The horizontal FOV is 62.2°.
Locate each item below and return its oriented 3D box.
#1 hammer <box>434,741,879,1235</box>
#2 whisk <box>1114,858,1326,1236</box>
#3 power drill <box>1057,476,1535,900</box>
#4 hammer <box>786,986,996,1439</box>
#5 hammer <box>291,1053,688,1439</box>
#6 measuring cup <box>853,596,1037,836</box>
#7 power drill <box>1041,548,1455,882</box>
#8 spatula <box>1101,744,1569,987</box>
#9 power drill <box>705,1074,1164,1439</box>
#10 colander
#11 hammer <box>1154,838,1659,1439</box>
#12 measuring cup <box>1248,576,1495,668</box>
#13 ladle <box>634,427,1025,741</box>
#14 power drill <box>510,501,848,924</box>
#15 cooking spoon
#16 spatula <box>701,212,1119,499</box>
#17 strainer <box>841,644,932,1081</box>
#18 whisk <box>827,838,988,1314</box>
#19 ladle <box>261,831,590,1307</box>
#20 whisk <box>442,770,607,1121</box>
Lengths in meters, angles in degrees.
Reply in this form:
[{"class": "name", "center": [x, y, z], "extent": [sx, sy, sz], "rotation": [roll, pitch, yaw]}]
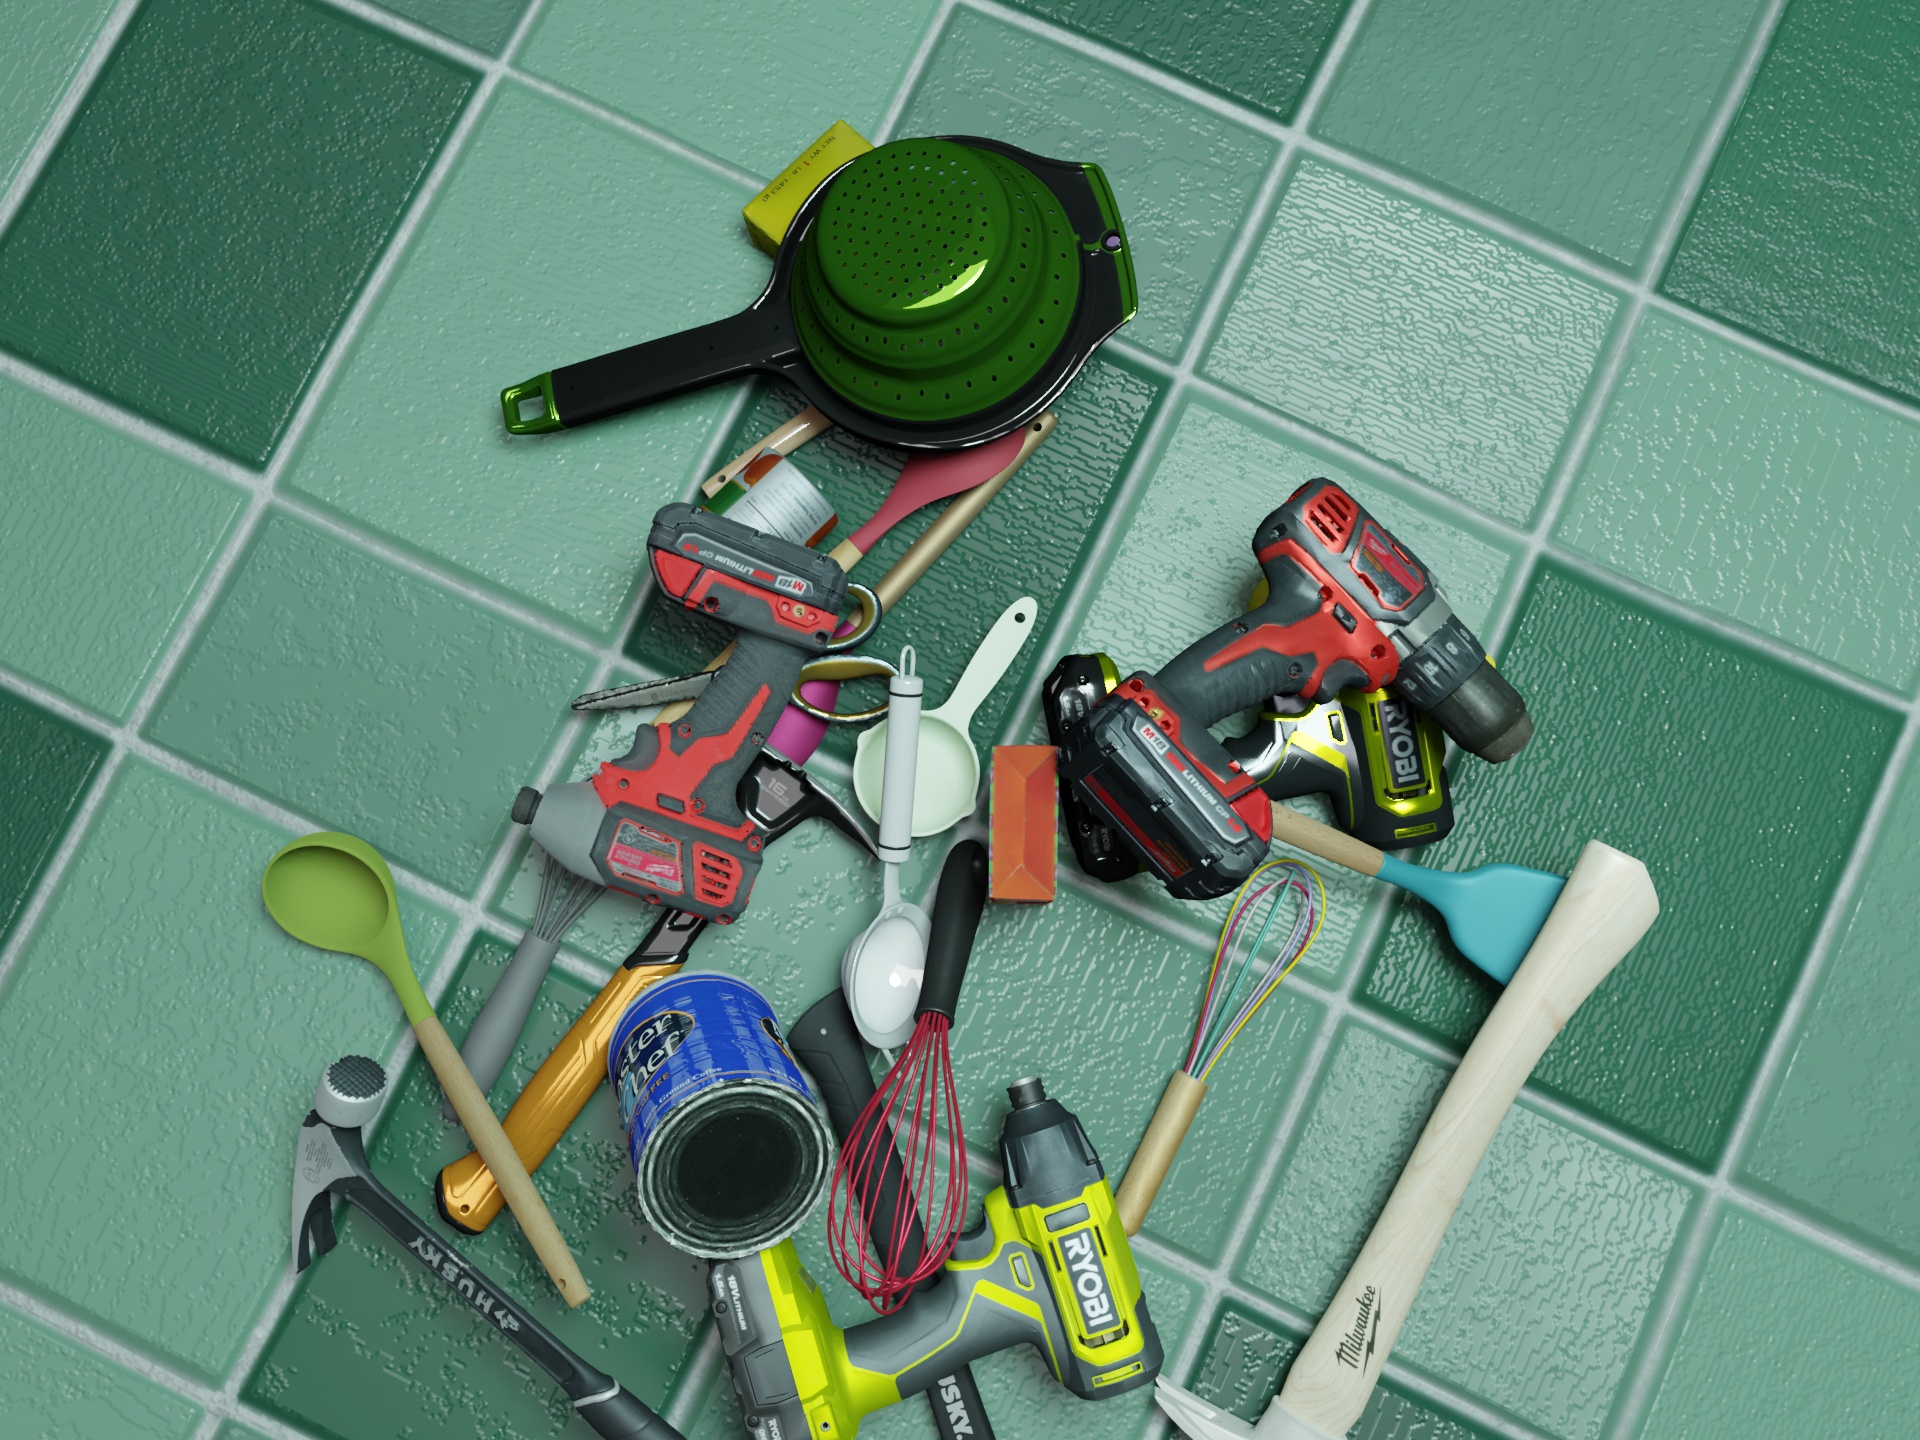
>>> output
[{"class": "hammer", "center": [-0.190, 0.168, 0.952], "extent": [0.127, 0.034, 0.337], "rotation": [38, 86, -2]}, {"class": "whisk", "center": [0.151, 0.194, 0.944], "extent": [0.047, 0.051, 0.245], "rotation": [27, 86, -1]}, {"class": "power drill", "center": [0.186, -0.002, 0.853], "extent": [0.227, 0.080, 0.188], "rotation": [-42, 87, -19]}, {"class": "hammer", "center": [-0.024, 0.319, 0.931], "extent": [0.146, 0.035, 0.335], "rotation": [-20, 82, -1]}, {"class": "hammer", "center": [-0.216, 0.358, 0.866], "extent": [0.409, 0.036, 0.149], "rotation": [36, 119, 13]}, {"class": "measuring cup", "center": [-0.002, -0.003, 0.977], "extent": [0.083, 0.038, 0.167], "rotation": [33, 82, 5]}, {"class": "power drill", "center": [0.169, -0.005, 0.942], "extent": [0.228, 0.080, 0.190], "rotation": [-12, 95, -2]}, {"class": "spatula", "center": [0.217, 0.073, 0.895], "extent": [0.317, 0.044, 0.082], "rotation": [23, 99, -11]}, {"class": "power drill", "center": [-0.018, 0.307, 0.879], "extent": [0.223, 0.080, 0.171], "rotation": [-17, 80, -4]}, {"class": "colander", "center": [-0.099, -0.245, 0.931], "extent": [0.397, 0.094, 0.205], "rotation": [-15, 78, 7]}, {"class": "hammer", "center": [0.261, 0.249, 0.895], "extent": [0.146, 0.038, 0.410], "rotation": [27, 95, 5]}, {"class": "measuring cup", "center": [0.256, -0.056, 0.983], "extent": [0.156, 0.029, 0.062], "rotation": [16, 82, 6]}, {"class": "ladle", "center": [-0.085, -0.091, 0.992], "extent": [0.315, 0.031, 0.069], "rotation": [-43, 49, -1]}, {"class": "power drill", "center": [-0.158, -0.005, 0.905], "extent": [0.143, 0.078, 0.219], "rotation": [20, 90, -8]}, {"class": "cooking spoon", "center": [-0.049, -0.077, 0.997], "extent": [0.069, 0.017, 0.319], "rotation": [42, 85, 6]}, {"class": "spatula", "center": [-0.032, -0.232, 1.020], "extent": [0.316, 0.018, 0.060], "rotation": [-35, 81, -5]}, {"class": "strainer", "center": [-0.040, 0.083, 0.928], "extent": [0.050, 0.087, 0.258], "rotation": [12, 103, 33]}, {"class": "whisk", "center": [-0.018, 0.182, 0.878], "extent": [0.073, 0.073, 0.296], "rotation": [11, 48, 2]}, {"class": "ladle", "center": [-0.306, 0.199, 0.917], "extent": [0.078, 0.062, 0.320], "rotation": [-43, 72, 21]}, {"class": "whisk", "center": [-0.250, 0.133, 0.956], "extent": [0.055, 0.055, 0.239], "rotation": [26, 87, 4]}]
